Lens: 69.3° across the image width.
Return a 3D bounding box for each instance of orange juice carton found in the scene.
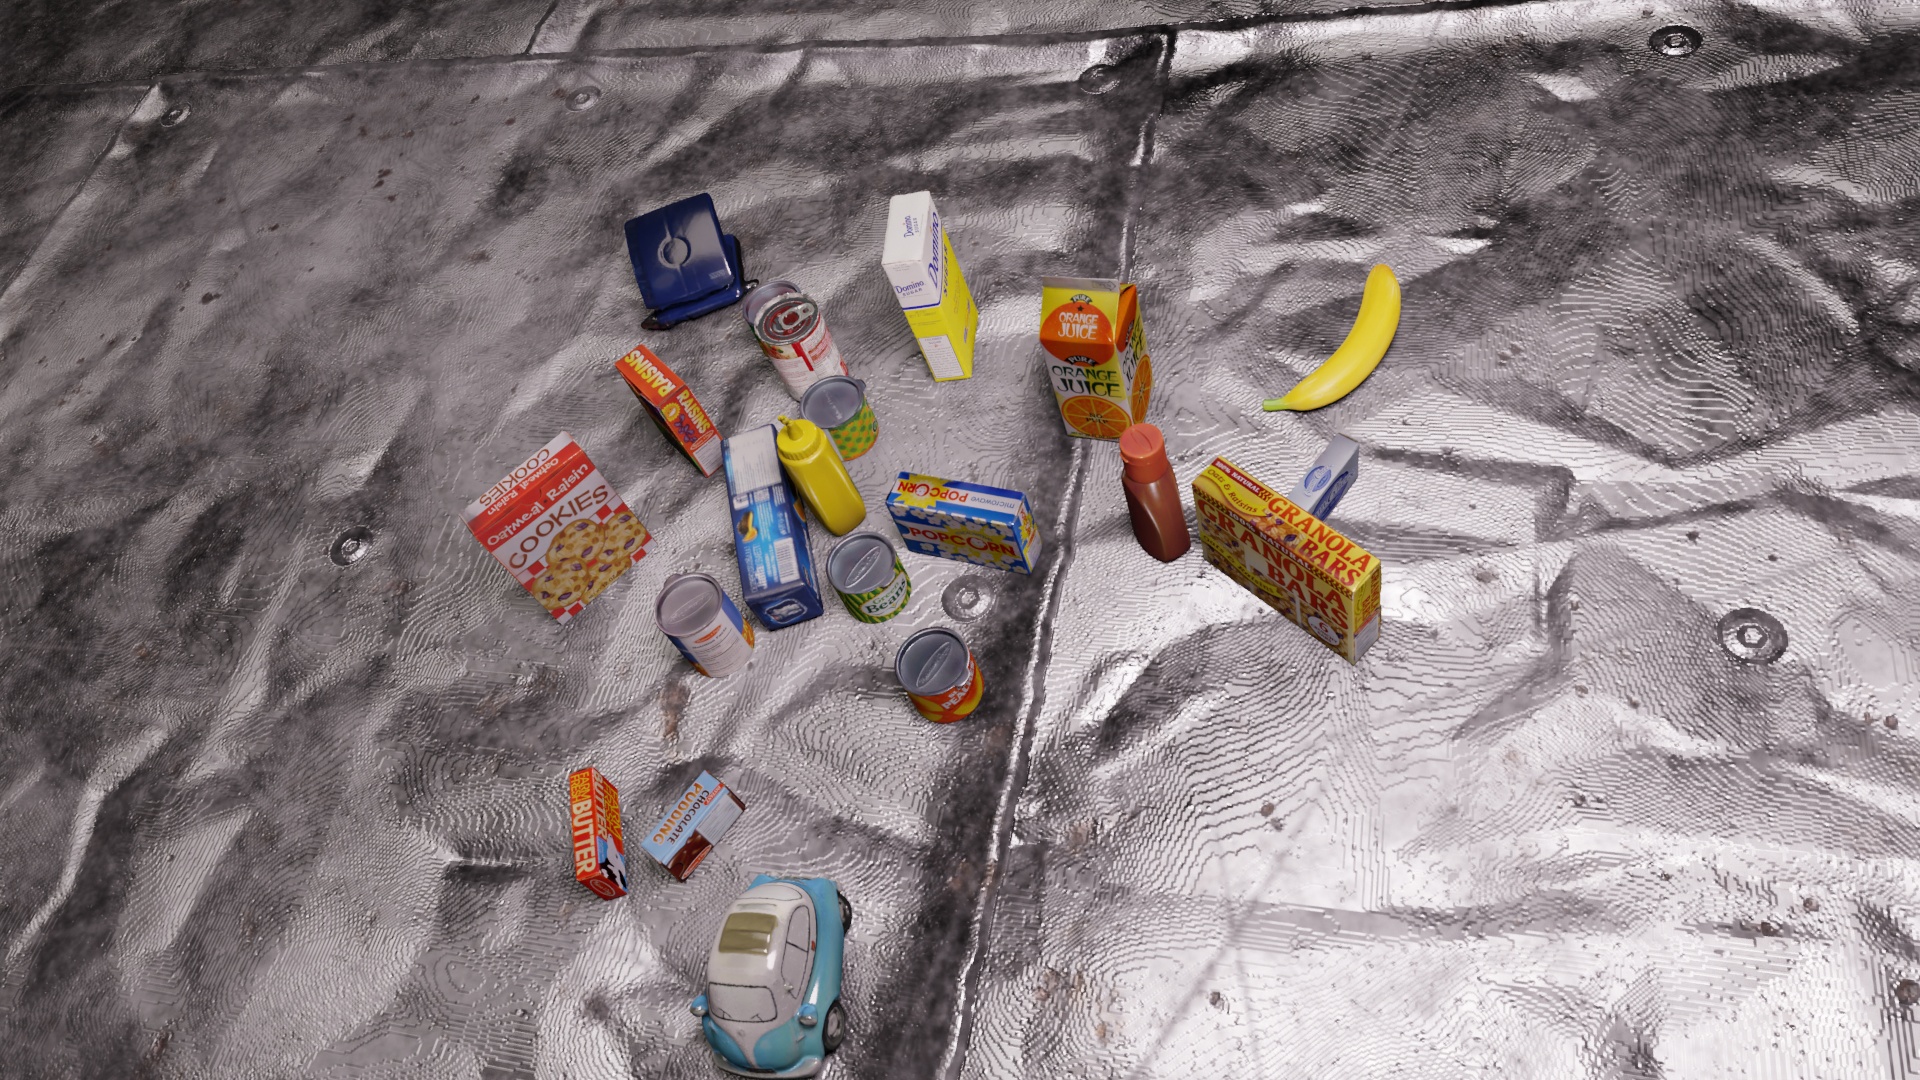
[{"bbox_3d":[0.124,-0.175,1.267,0.072,0.192,0.073,9,61,21],"label":"orange juice carton"}]

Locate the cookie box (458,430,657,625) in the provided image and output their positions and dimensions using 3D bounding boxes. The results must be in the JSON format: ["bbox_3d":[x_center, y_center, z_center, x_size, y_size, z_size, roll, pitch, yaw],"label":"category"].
[{"bbox_3d":[-0.376,-0.009,1.316,0.123,0.166,0.040,-42,57,-13],"label":"cookie box"}]

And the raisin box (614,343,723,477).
[{"bbox_3d":[-0.288,-0.130,1.398,0.040,0.123,0.086,-41,56,-12],"label":"raisin box"}]

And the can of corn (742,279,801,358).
[{"bbox_3d":[-0.188,-0.232,1.476,0.071,0.058,0.071,-7,56,11],"label":"can of corn"}]

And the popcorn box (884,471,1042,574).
[{"bbox_3d":[0.005,-0.016,1.263,0.127,0.085,0.038,11,62,22],"label":"popcorn box"}]

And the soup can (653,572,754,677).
[{"bbox_3d":[-0.234,0.076,1.271,0.071,0.083,0.072,-7,56,11],"label":"soup can"}]

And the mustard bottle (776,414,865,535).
[{"bbox_3d":[-0.135,-0.068,1.291,0.049,0.159,0.065,-36,55,-9],"label":"mustard bottle"}]

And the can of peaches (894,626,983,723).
[{"bbox_3d":[-0.016,0.118,1.197,0.071,0.057,0.071,-7,56,11],"label":"can of peaches"}]

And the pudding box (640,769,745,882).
[{"bbox_3d":[-0.226,0.243,1.180,0.030,0.049,0.084,29,69,30],"label":"pudding box"}]

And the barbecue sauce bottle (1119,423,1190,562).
[{"bbox_3d":[0.164,-0.043,1.196,0.044,0.148,0.065,-31,55,-5],"label":"barbecue sauce bottle"}]

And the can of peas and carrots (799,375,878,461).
[{"bbox_3d":[-0.118,-0.123,1.384,0.071,0.058,0.071,-7,56,11],"label":"can of peas and carrots"}]

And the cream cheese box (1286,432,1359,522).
[{"bbox_3d":[0.311,-0.039,1.210,0.024,0.053,0.104,31,70,30],"label":"cream cheese box"}]

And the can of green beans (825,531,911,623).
[{"bbox_3d":[-0.083,0.034,1.271,0.071,0.057,0.071,-7,56,11],"label":"can of green beans"}]

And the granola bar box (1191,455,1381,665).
[{"bbox_3d":[0.269,0.015,1.143,0.039,0.123,0.166,-43,57,-13],"label":"granola bar box"}]

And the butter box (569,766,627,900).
[{"bbox_3d":[-0.312,0.252,1.196,0.024,0.053,0.104,-19,55,4],"label":"butter box"}]
